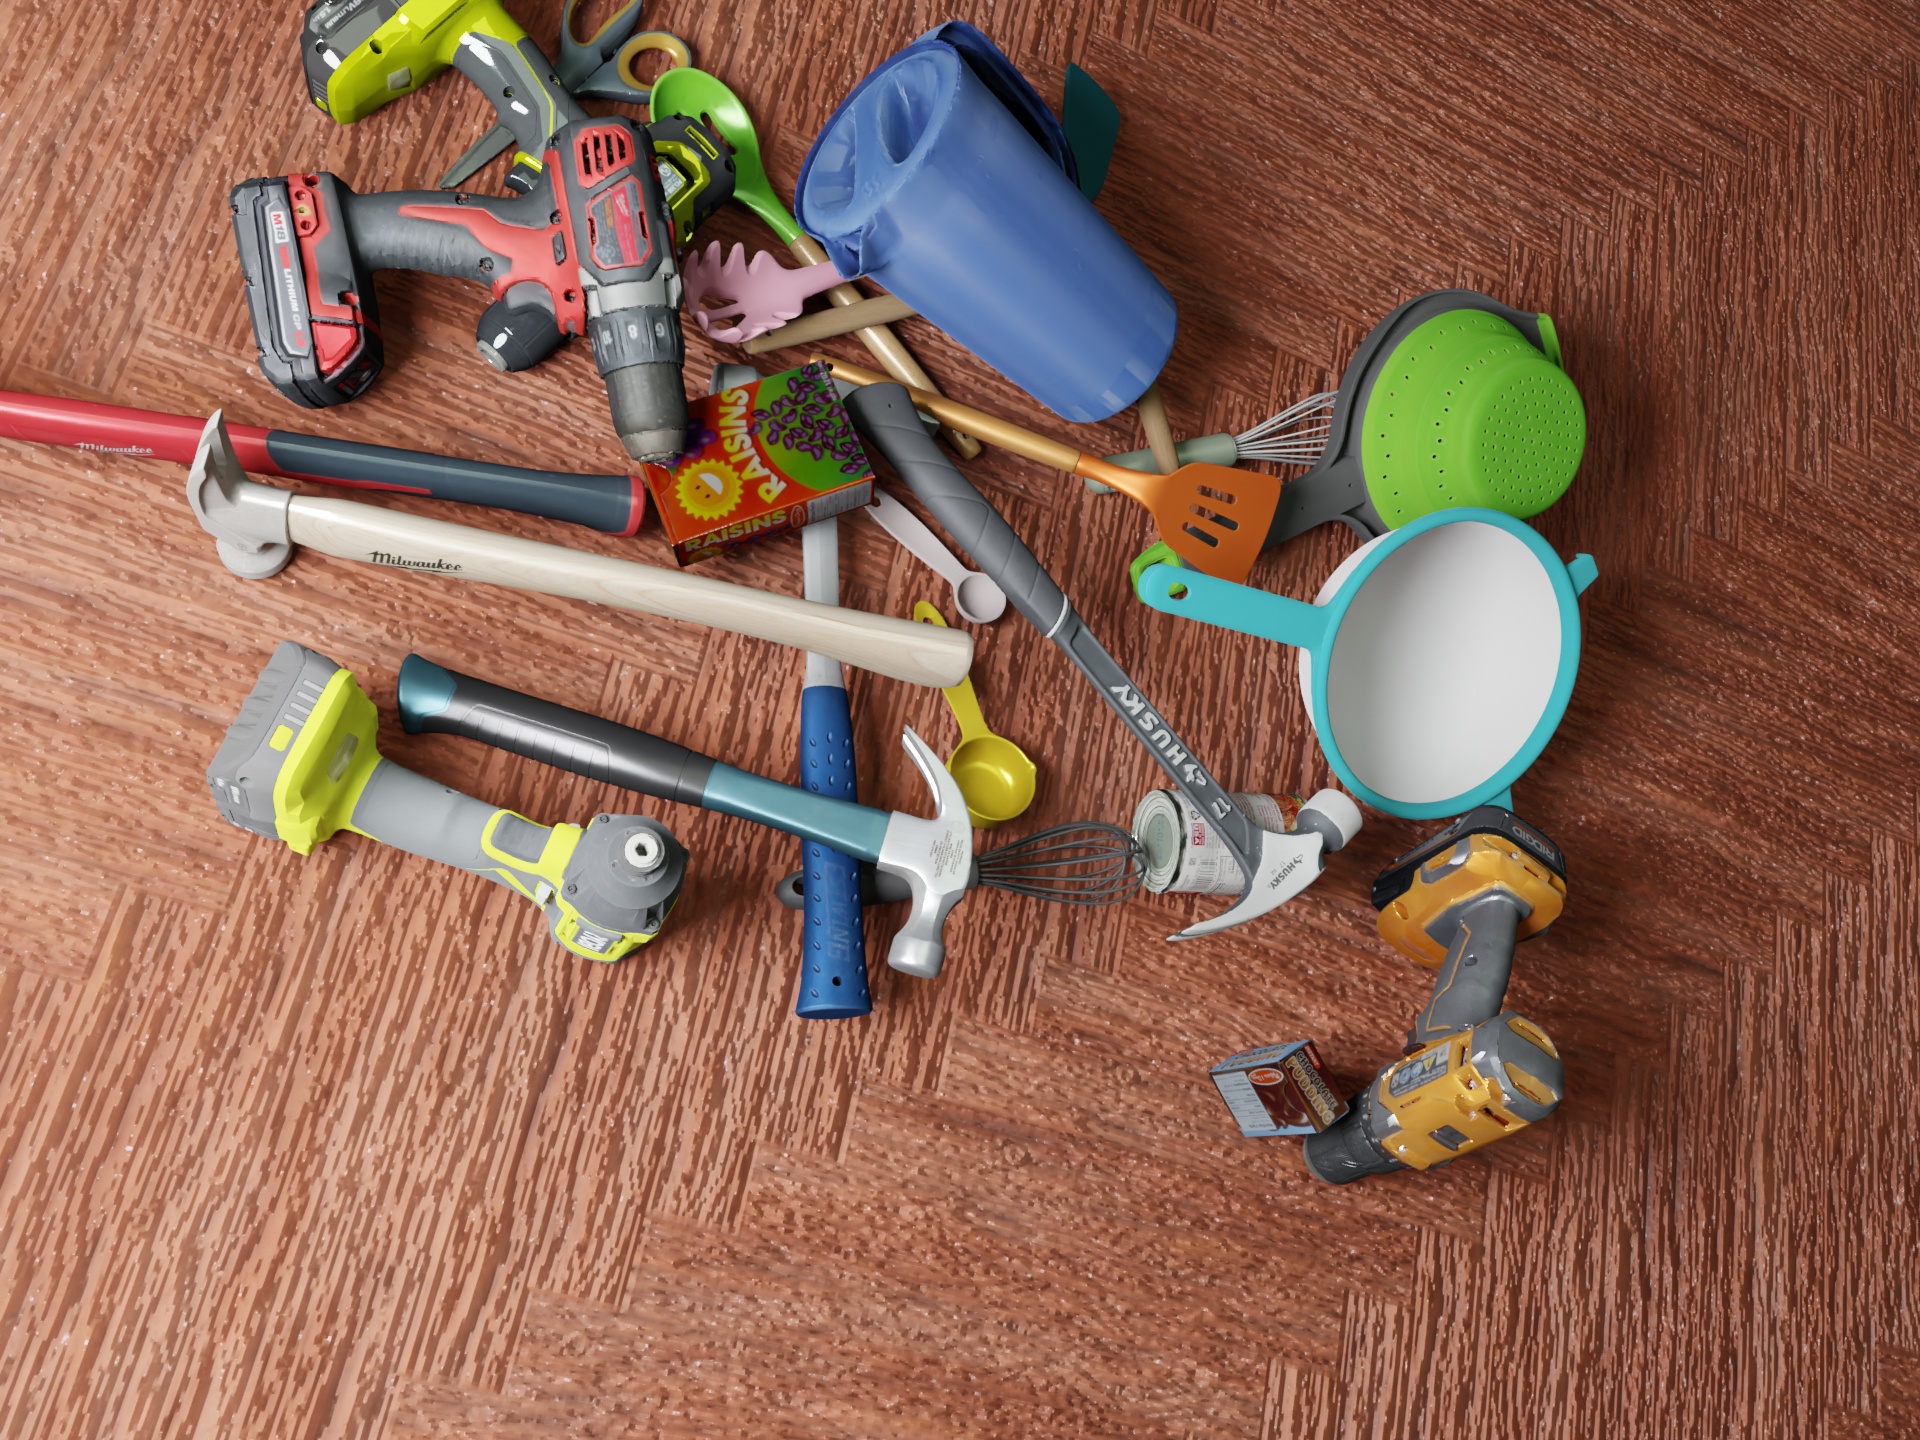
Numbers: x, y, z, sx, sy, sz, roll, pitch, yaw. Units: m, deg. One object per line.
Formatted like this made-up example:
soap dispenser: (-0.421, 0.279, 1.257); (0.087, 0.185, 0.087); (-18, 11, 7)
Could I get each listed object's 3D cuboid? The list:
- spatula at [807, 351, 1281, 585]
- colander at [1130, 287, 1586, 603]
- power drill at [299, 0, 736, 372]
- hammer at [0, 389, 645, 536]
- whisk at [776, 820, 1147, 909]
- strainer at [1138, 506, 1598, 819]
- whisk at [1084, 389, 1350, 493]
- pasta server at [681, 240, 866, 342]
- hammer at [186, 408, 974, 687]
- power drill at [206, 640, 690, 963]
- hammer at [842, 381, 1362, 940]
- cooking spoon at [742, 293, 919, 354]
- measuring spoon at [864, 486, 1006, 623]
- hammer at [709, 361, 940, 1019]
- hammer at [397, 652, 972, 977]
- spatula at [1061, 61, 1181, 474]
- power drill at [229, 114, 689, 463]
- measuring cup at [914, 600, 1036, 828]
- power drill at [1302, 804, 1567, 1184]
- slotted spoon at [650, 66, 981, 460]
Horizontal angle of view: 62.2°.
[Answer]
spatula: (0.053, -0.177, 1.042); (0.322, 0.041, 0.081); (21, 97, -1)
colander: (0.301, -0.167, 1.103); (0.397, 0.095, 0.204); (-26, 113, -18)
power drill: (-0.274, -0.338, 0.947); (0.228, 0.080, 0.190); (44, 76, -11)
hammer: (-0.355, -0.145, 0.839); (0.386, 0.143, 0.038); (5, 77, -26)
whisk: (0.006, 0.094, 0.963); (0.239, 0.055, 0.055); (-4, 76, -19)
strainer: (0.251, -0.058, 1.060); (0.340, 0.095, 0.211); (13, 100, -23)
whisk: (0.195, -0.194, 1.129); (0.246, 0.057, 0.059); (-15, 47, -23)
pasta server: (-0.052, -0.299, 1.020); (0.316, 0.040, 0.060); (-29, 90, -36)
hammer: (-0.189, -0.077, 0.850); (0.410, 0.146, 0.038); (11, 72, -13)
power drill: (-0.248, 0.049, 0.800); (0.223, 0.171, 0.080); (25, 67, -11)
hammer: (0.067, -0.046, 0.969); (0.149, 0.036, 0.409); (-39, 87, -28)
cooking spoon: (-0.011, -0.285, 1.063); (0.319, 0.017, 0.069); (-24, 81, -35)
measuring spoon: (-0.022, -0.107, 1.029); (0.124, 0.018, 0.034); (43, 63, 2)
hammer: (-0.075, -0.028, 0.946); (0.144, 0.035, 0.406); (4, 68, -19)
hammer: (-0.151, 0.032, 0.872); (0.331, 0.033, 0.128); (18, 71, 0)
spatula: (0.116, -0.304, 1.108); (0.082, 0.044, 0.318); (14, 58, -58)
power drill: (-0.263, -0.224, 0.876); (0.226, 0.080, 0.188); (-10, 93, -8)
measuring cup: (-0.002, -0.003, 1.003); (0.062, 0.029, 0.157); (-12, 68, -25)
power drill: (0.298, 0.183, 1.007); (0.084, 0.185, 0.226); (34, 46, -11)
slotted spoon: (-0.092, -0.294, 1.046); (0.070, 0.031, 0.313); (-43, 95, -27)
